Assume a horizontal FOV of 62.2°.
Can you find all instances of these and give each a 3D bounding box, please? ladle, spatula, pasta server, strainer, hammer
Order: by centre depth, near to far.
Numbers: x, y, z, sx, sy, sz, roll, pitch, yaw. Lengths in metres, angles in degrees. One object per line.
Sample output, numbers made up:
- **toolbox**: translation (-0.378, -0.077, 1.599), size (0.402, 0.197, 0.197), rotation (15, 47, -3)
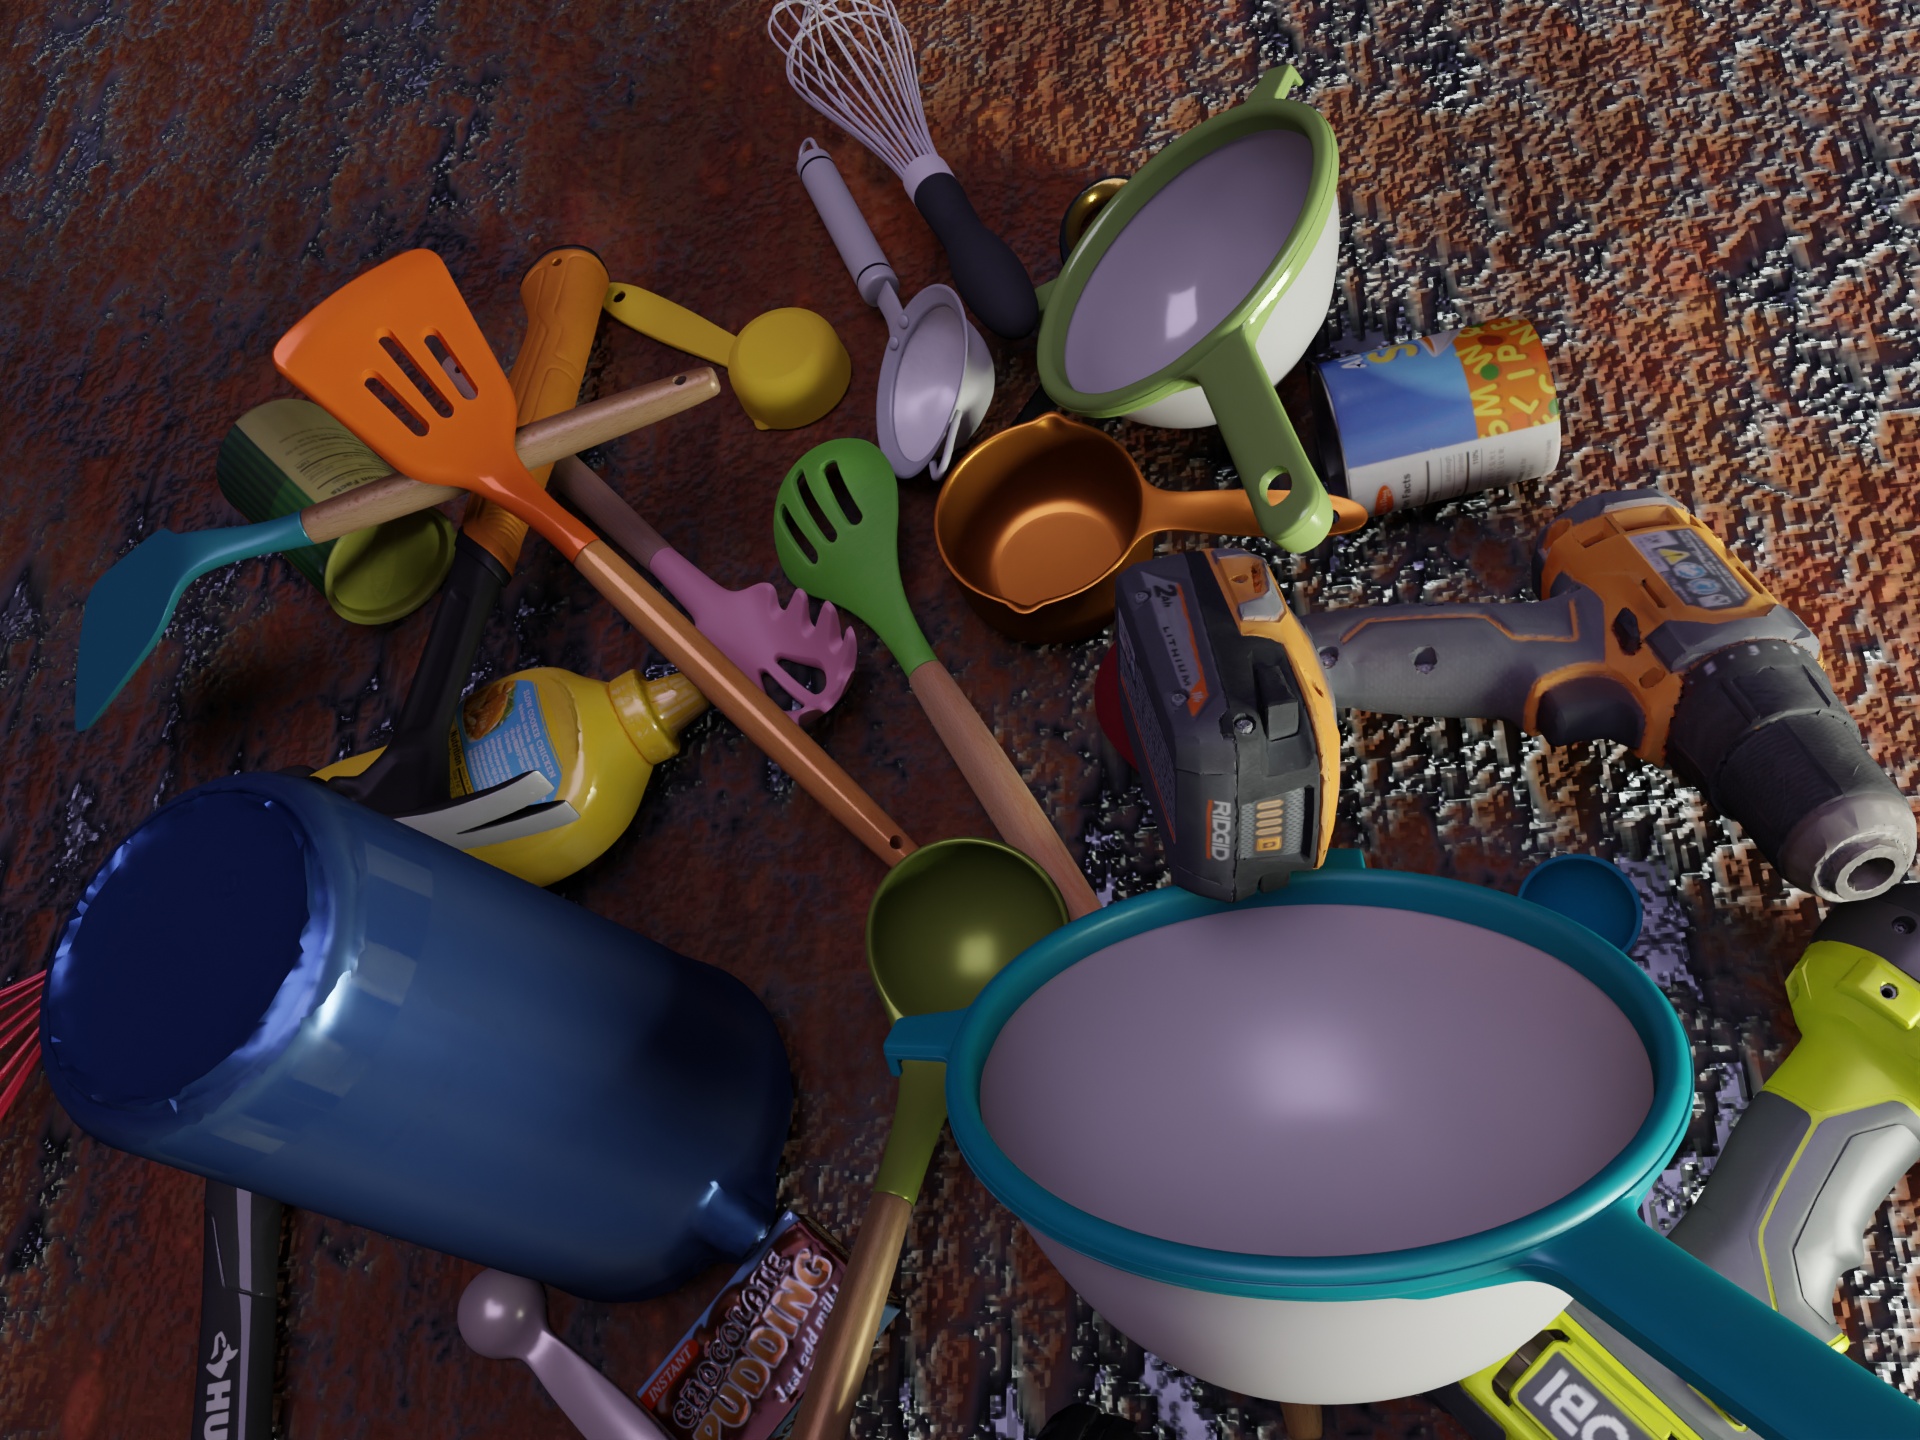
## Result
- **strainer**: translation (0.135, 0.149, 0.427), size (0.211, 0.095, 0.341), rotation (-18, 24, -23)
- **ladle**: translation (-0.032, 0.182, 0.530), size (0.078, 0.062, 0.320), rotation (13, 58, 10)
- **ladle**: translation (0.099, 0.094, 0.588), size (0.069, 0.031, 0.316), rotation (-10, 65, 9)
- **strainer**: translation (0.113, -0.138, 0.618), size (0.151, 0.069, 0.257), rotation (-39, 38, 26)
- **hammer**: translation (-0.278, 0.211, 0.626), size (0.146, 0.035, 0.335), rotation (-13, 63, 9)
- **spatula**: translation (-0.131, -0.054, 0.629), size (0.322, 0.041, 0.081), rotation (43, 67, 5)
- **spatula**: translation (-0.250, -0.087, 0.683), size (0.317, 0.044, 0.082), rotation (-19, 56, 3)
- **hammer**: translation (-0.198, -0.092, 0.701), size (0.127, 0.034, 0.337), rotation (-7, 54, 17)
- **pasta server**: translation (-0.155, -0.093, 0.732), size (0.060, 0.040, 0.316), rotation (-41, 61, -15)
- **strainer**: translation (-0.034, -0.201, 0.748), size (0.050, 0.086, 0.259), rotation (1, 49, -33)

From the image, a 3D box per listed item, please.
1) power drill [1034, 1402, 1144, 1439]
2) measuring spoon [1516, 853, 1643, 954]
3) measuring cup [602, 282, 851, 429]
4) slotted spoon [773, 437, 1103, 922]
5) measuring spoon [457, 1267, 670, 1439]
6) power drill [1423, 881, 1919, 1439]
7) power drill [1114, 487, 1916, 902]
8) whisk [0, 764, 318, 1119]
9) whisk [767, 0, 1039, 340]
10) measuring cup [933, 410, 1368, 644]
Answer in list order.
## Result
- **power drill**: translation (0.119, 0.266, 0.436), size (0.227, 0.080, 0.188), rotation (10, 101, 18)
- **measuring spoon**: translation (0.185, 0.094, 0.573), size (0.128, 0.021, 0.042), rotation (-34, 63, 8)
- **measuring cup**: translation (-0.123, -0.190, 0.772), size (0.157, 0.029, 0.062), rotation (28, 75, 22)
- **slotted spoon**: translation (-0.001, -0.002, 0.654), size (0.070, 0.031, 0.314), rotation (-42, 63, 19)
- **measuring spoon**: translation (-0.142, 0.245, 0.583), size (0.124, 0.018, 0.034), rotation (33, 77, 24)
- **power drill**: translation (0.270, 0.175, 0.479), size (0.223, 0.080, 0.171), rotation (-46, 62, -4)
- **power drill**: translation (0.178, 0.000, 0.536), size (0.226, 0.084, 0.186), rotation (-8, 39, -2)
- **whisk**: translation (-0.395, 0.121, 0.685), size (0.296, 0.073, 0.073), rotation (-42, 63, -13)
- **whisk**: translation (-0.026, -0.274, 0.754), size (0.070, 0.070, 0.285), rotation (-27, 57, 1)
- **measuring cup**: translation (0.078, -0.074, 0.656), size (0.173, 0.052, 0.095), rotation (3, 67, 14)
